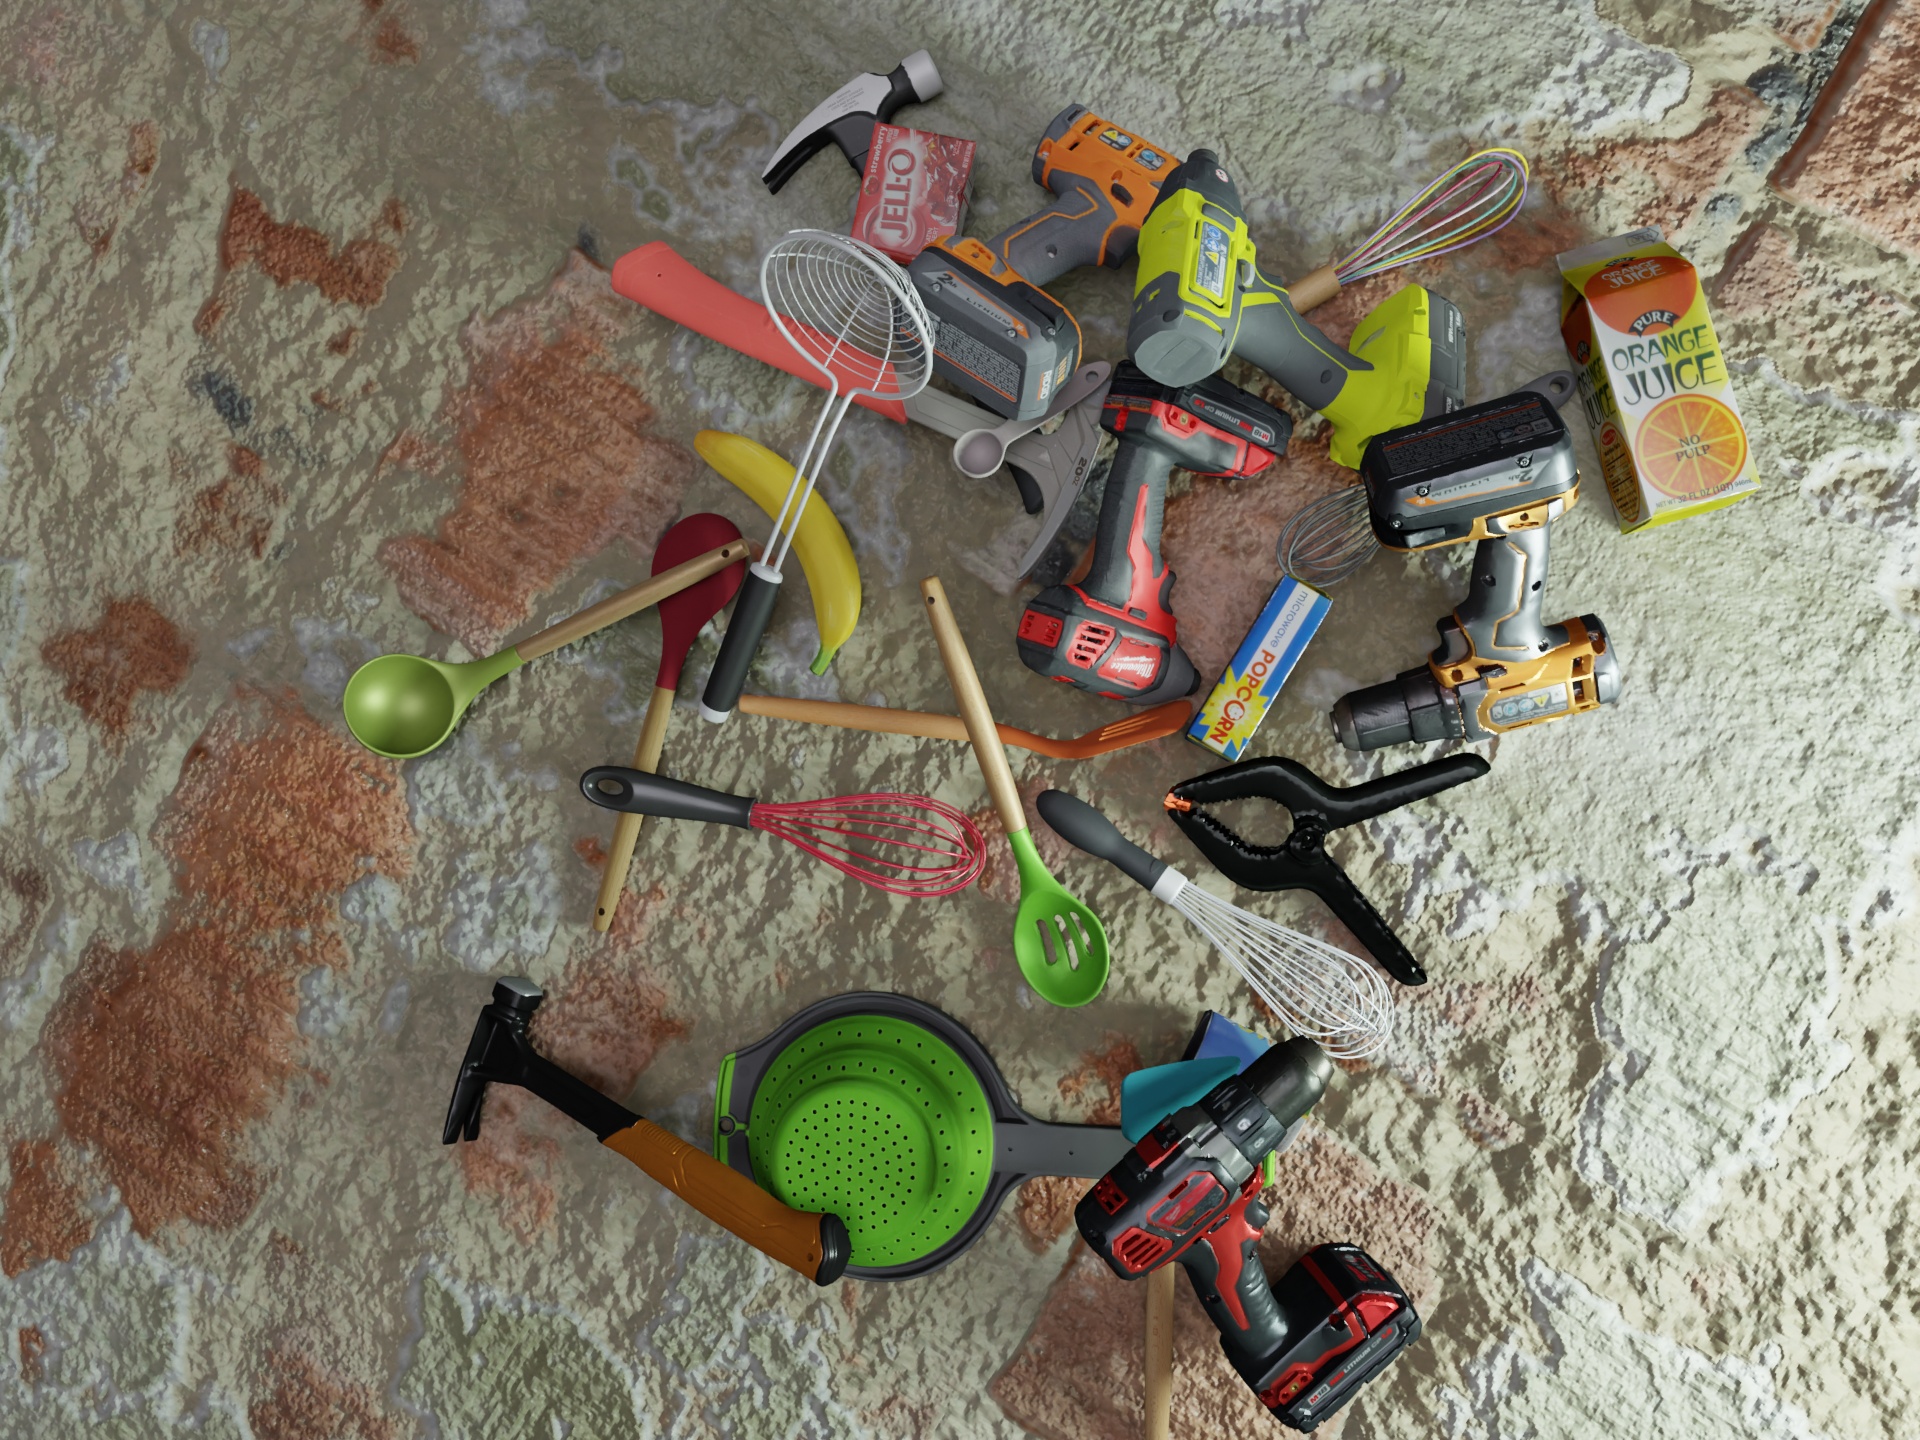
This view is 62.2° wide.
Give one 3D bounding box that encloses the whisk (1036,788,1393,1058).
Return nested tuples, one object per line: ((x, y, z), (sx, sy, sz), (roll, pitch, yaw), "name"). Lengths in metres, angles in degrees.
((0.170, 0.131, 1.088), (0.285, 0.070, 0.070), (35, 93, 12), "whisk")

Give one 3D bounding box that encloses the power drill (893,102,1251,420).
((0.080, -0.304, 1.056), (0.164, 0.084, 0.226), (35, 64, 14), "power drill")

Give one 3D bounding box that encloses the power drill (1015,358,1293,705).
((0.133, -0.119, 1.067), (0.143, 0.079, 0.219), (18, 93, -34), "power drill")

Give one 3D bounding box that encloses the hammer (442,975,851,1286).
((-0.217, 0.297, 1.084), (0.337, 0.034, 0.127), (21, 92, 28), "hammer")

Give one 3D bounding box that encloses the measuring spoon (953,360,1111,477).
((0.050, -0.202, 1.065), (0.124, 0.018, 0.034), (-34, 73, -3), "measuring spoon")

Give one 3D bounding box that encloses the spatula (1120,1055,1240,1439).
((0.136, 0.364, 1.056), (0.082, 0.044, 0.317), (-5, 103, -18), "spatula")

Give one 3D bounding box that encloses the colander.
((0.014, 0.296, 1.080), (0.397, 0.094, 0.204), (2, 89, 7), "colander")

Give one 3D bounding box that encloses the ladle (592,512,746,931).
((-0.222, 0.001, 1.154), (0.069, 0.031, 0.315), (16, 92, 10), "ladle")

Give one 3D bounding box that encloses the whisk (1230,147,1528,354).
((0.275, -0.319, 1.092), (0.245, 0.047, 0.051), (-29, 67, 9), "whisk")

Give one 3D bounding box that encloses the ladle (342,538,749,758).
((-0.296, -0.059, 1.134), (0.320, 0.062, 0.078), (-24, 89, 11), "ladle")

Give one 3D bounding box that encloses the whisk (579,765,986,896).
((-0.127, 0.070, 1.117), (0.296, 0.073, 0.073), (10, 90, 7), "whisk")

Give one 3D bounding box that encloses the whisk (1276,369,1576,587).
((0.318, -0.166, 1.081), (0.239, 0.055, 0.055), (-34, 85, 1), "whisk")

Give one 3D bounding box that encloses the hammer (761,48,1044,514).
((-0.016, -0.299, 1.132), (0.146, 0.035, 0.335), (-27, 86, 5), "hammer")

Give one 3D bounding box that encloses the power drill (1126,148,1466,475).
((0.213, -0.259, 1.016), (0.223, 0.080, 0.171), (23, 59, -22), "power drill")

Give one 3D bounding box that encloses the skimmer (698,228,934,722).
((-0.121, -0.144, 1.049), (0.127, 0.090, 0.363), (30, 115, 10), "skimmer")

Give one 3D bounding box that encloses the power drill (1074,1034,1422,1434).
((0.201, 0.323, 1.015), (0.188, 0.080, 0.226), (-41, 112, -3), "power drill")

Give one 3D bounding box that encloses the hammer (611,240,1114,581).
((-0.080, -0.232, 1.101), (0.359, 0.036, 0.149), (25, 91, 6), "hammer")

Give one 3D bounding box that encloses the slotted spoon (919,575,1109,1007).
((0.032, 0.050, 1.082), (0.070, 0.031, 0.313), (-15, 103, 25), "slotted spoon")

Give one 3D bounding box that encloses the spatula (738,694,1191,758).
((-0.002, -0.004, 1.115), (0.322, 0.081, 0.041), (6, 106, 12), "spatula")

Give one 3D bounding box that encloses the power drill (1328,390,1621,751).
((0.313, -0.078, 1.016), (0.185, 0.084, 0.226), (-15, 126, 12), "power drill")
